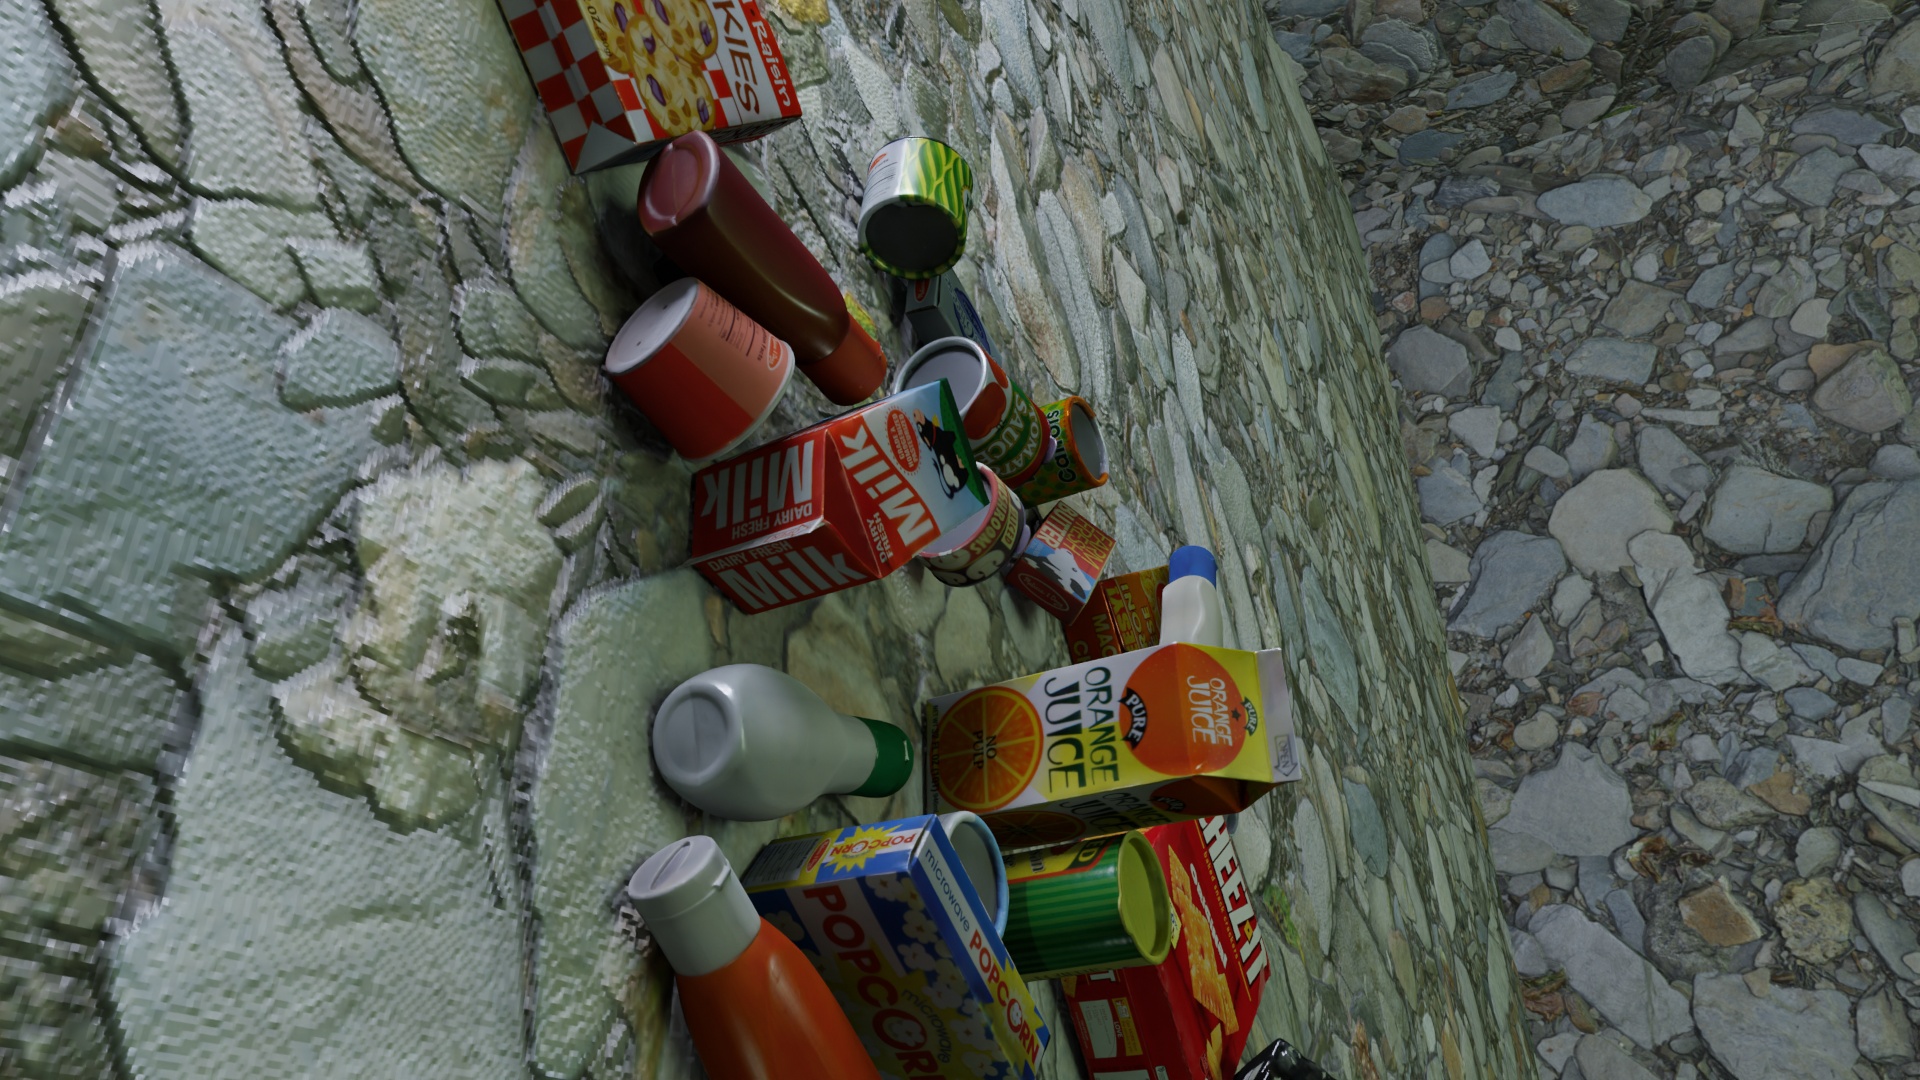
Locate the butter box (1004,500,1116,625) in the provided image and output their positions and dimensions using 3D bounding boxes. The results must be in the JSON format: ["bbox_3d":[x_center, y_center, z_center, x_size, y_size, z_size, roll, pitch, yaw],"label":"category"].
[{"bbox_3d":[0.069,0.014,0.937,0.053,0.024,0.104,35,30,1],"label":"butter box"}]

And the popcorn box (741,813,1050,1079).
[{"bbox_3d":[-0.027,0.180,0.587,0.126,0.085,0.038,65,27,-20],"label":"popcorn box"}]

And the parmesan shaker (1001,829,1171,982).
[{"bbox_3d":[0.047,0.191,0.713,0.071,0.103,0.071,45,37,-48],"label":"parmesan shaker"}]

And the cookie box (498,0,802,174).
[{"bbox_3d":[-0.146,-0.246,0.655,0.122,0.040,0.168,68,25,-12],"label":"cookie box"}]

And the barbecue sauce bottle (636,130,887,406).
[{"bbox_3d":[-0.086,-0.117,0.642,0.148,0.043,0.065,45,26,-47],"label":"barbecue sauce bottle"}]

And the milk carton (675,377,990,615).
[{"bbox_3d":[-0.058,-0.020,0.661,0.191,0.072,0.073,-36,108,-64],"label":"milk carton"}]

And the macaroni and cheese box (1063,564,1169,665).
[{"bbox_3d":[0.133,0.086,1.033,0.167,0.040,0.123,-7,81,-65],"label":"macaroni and cheese box"}]

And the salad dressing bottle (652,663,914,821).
[{"bbox_3d":[-0.070,0.091,0.603,0.147,0.044,0.064,25,51,-60],"label":"salad dressing bottle"}]

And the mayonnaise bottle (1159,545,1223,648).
[{"bbox_3d":[0.172,0.064,1.032,0.064,0.041,0.149,59,26,-31],"label":"mayonnaise bottle"}]

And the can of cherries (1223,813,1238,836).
[{"bbox_3d":[0.165,0.189,1.015,0.071,0.058,0.072,44,38,-49],"label":"can of cherries"}]

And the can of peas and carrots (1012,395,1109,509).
[{"bbox_3d":[0.062,-0.061,0.955,0.071,0.058,0.071,44,37,-47],"label":"can of peas and carrots"}]

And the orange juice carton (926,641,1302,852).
[{"bbox_3d":[0.080,0.108,0.727,0.073,0.192,0.072,39,42,-50],"label":"orange juice carton"}]

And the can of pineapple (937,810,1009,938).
[{"bbox_3d":[-0.016,0.165,0.650,0.071,0.058,0.071,44,38,-48],"label":"can of pineapple"}]

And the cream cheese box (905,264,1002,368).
[{"bbox_3d":[-0.002,-0.131,0.893,0.103,0.024,0.053,56,29,-45],"label":"cream cheese box"}]

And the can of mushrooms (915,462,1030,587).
[{"bbox_3d":[0.003,-0.010,0.784,0.033,0.071,0.071,45,37,-44],"label":"can of mushrooms"}]

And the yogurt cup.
[{"bbox_3d":[-0.113,-0.075,0.592,0.054,0.072,0.073,44,37,-34],"label":"yogurt cup"}]

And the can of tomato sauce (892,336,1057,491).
[{"bbox_3d":[0.009,-0.074,0.838,0.083,0.071,0.071,40,40,-49],"label":"can of tomato sauce"}]

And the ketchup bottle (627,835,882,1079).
[{"bbox_3d":[-0.076,0.183,0.531,0.148,0.043,0.065,65,25,-17],"label":"ketchup bottle"}]

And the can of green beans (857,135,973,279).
[{"bbox_3d":[-0.027,-0.202,0.846,0.071,0.071,0.058,50,34,-42],"label":"can of green beans"}]
